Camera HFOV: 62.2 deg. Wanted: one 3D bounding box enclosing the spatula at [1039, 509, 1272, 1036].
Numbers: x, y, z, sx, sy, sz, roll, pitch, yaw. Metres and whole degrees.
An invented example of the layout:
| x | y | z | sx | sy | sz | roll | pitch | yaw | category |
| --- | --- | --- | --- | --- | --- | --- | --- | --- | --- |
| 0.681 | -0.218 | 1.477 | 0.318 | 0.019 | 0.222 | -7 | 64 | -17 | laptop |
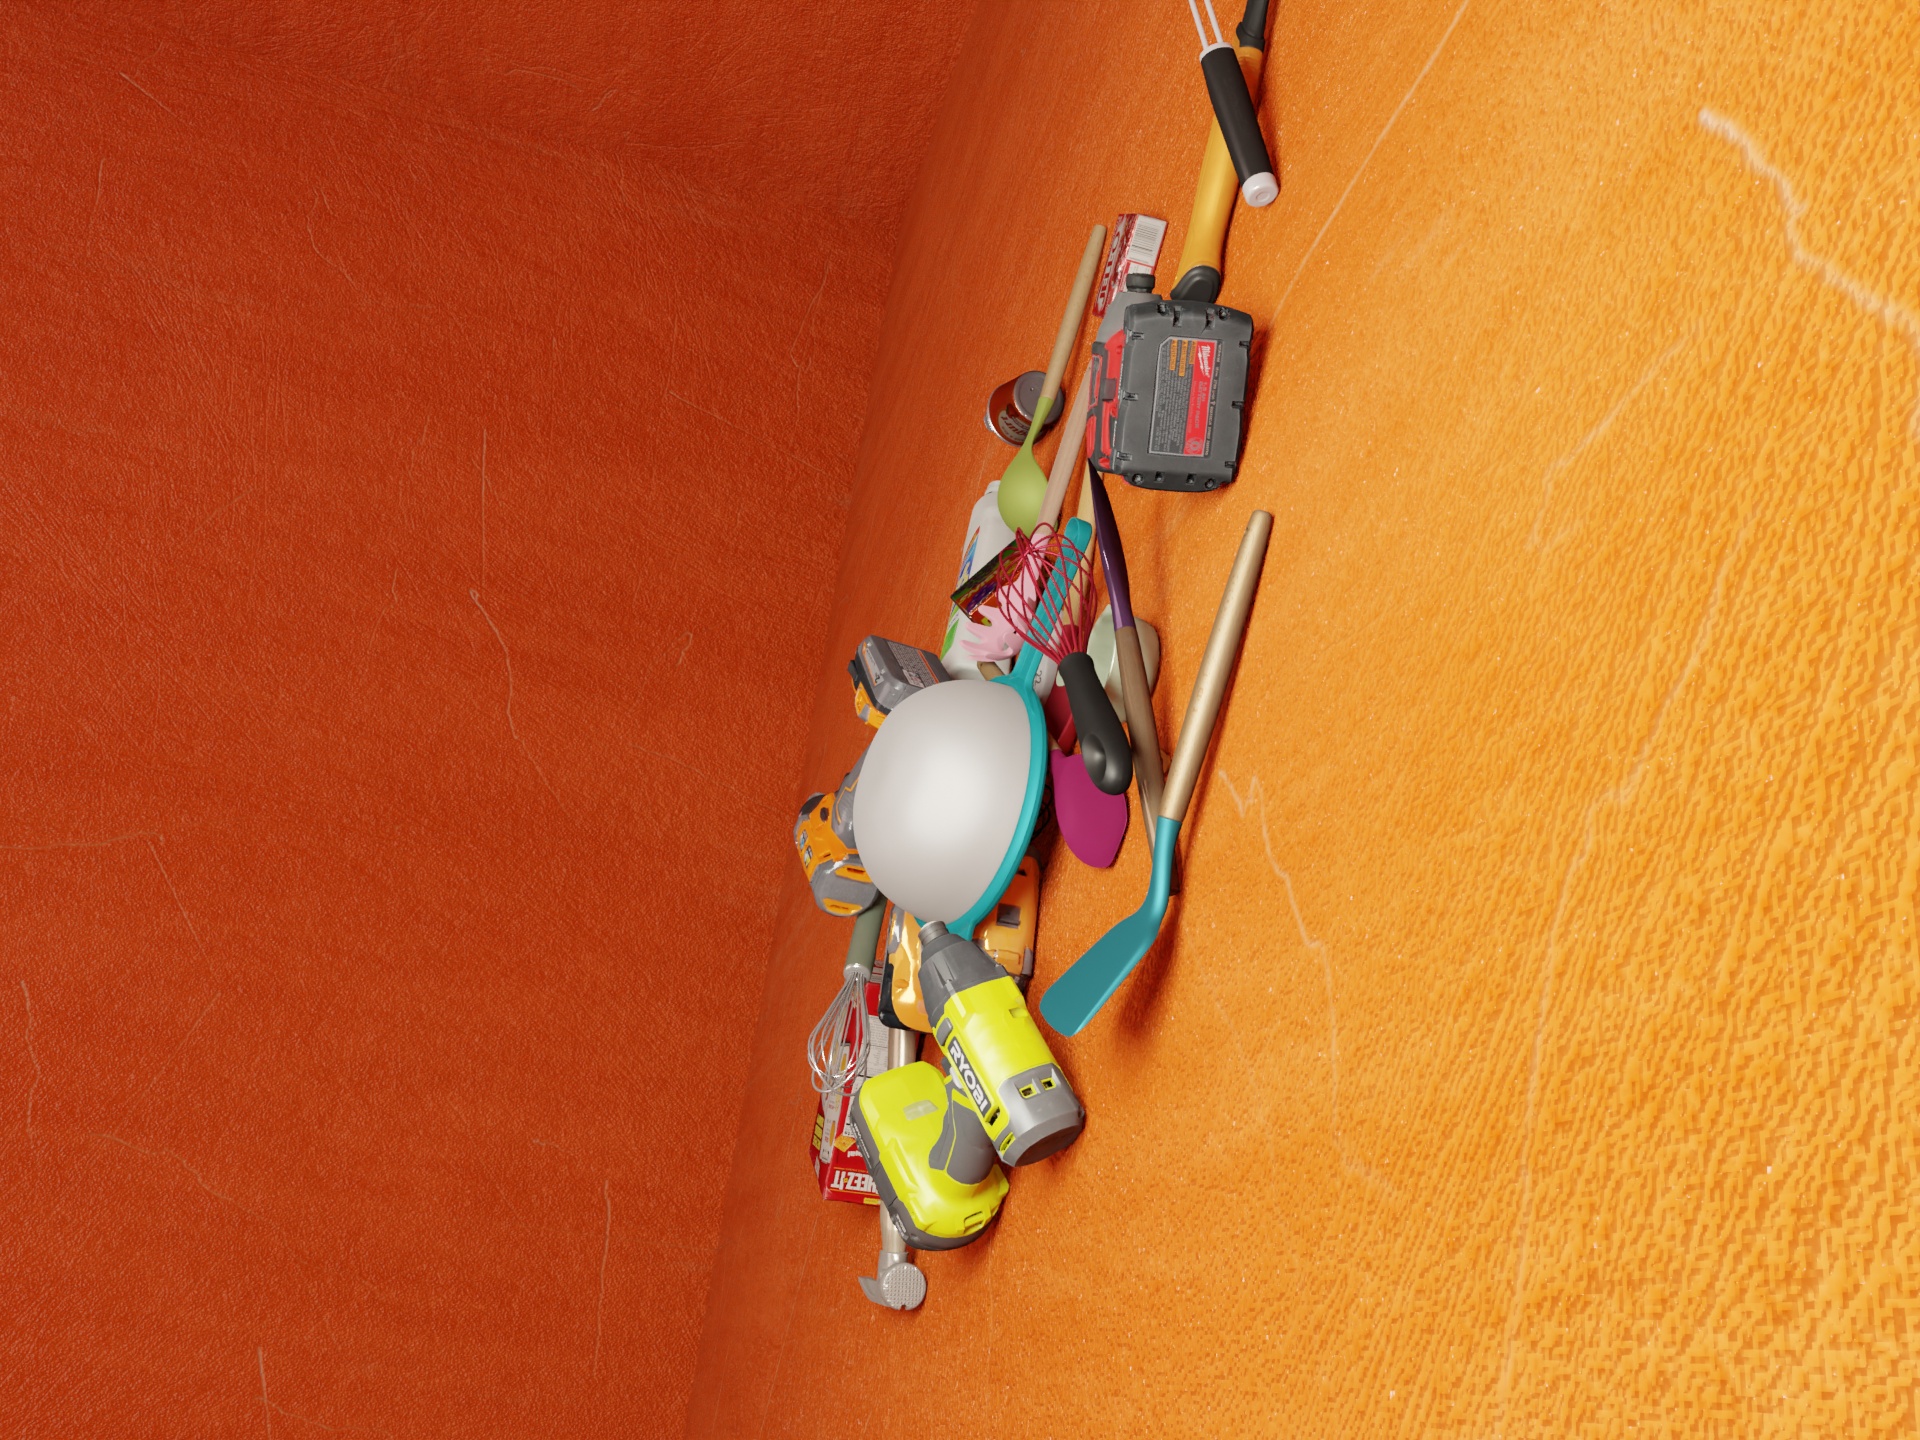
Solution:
| x | y | z | sx | sy | sz | roll | pitch | yaw | category |
| --- | --- | --- | --- | --- | --- | --- | --- | --- | --- |
| 0.118 | 0.029 | 0.911 | 0.082 | 0.044 | 0.317 | -165 | 92 | -80 | spatula |

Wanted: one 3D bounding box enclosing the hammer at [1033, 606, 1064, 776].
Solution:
| x | y | z | sx | sy | sz | roll | pitch | yaw | category |
| --- | --- | --- | --- | --- | --- | --- | --- | --- | --- |
| -0.026 | 0.044 | 1.446 | 0.405 | 0.035 | 0.144 | -37 | 41 | 50 | hammer |

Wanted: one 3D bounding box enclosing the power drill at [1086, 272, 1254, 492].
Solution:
| x | y | z | sx | sy | sz | roll | pitch | yaw | category |
| --- | --- | --- | --- | --- | --- | --- | --- | --- | --- |
| 0.130 | -0.230 | 1.073 | 0.220 | 0.078 | 0.143 | -106 | 20 | -75 | power drill |

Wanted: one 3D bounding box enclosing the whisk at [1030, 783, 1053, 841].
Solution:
| x | y | z | sx | sy | sz | roll | pitch | yaw | category |
| --- | --- | --- | --- | --- | --- | --- | --- | --- | --- |
| 0.031 | 0.106 | 1.328 | 0.238 | 0.055 | 0.055 | 112 | 166 | -60 | whisk |

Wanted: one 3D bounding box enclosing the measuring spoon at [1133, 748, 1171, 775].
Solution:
| x | y | z | sx | sy | sz | roll | pitch | yaw | category |
| --- | --- | --- | --- | --- | --- | --- | --- | --- | --- |
| 0.119 | 0.027 | 1.050 | 0.117 | 0.011 | 0.021 | -176 | 93 | -76 | measuring spoon |

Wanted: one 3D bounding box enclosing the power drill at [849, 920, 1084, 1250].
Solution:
| x | y | z | sx | sy | sz | roll | pitch | yaw | category |
| --- | --- | --- | --- | --- | --- | --- | --- | --- | --- |
| -0.004 | 0.257 | 1.106 | 0.171 | 0.080 | 0.223 | 59 | 146 | 29 | power drill |

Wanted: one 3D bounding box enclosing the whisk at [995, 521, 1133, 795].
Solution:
| x | y | z | sx | sy | sz | roll | pitch | yaw | category |
| --- | --- | --- | --- | --- | --- | --- | --- | --- | --- |
| 0.072 | -0.045 | 1.046 | 0.296 | 0.073 | 0.073 | -104 | 28 | -54 | whisk |

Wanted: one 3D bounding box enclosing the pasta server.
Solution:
| x | y | z | sx | sy | sz | roll | pitch | yaw | category |
| --- | --- | --- | --- | --- | --- | --- | --- | --- | --- |
| 0.071 | -0.182 | 1.350 | 0.060 | 0.040 | 0.316 | -7 | 58 | 46 | pasta server |

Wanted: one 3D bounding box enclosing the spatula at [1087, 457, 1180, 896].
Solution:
| x | y | z | sx | sy | sz | roll | pitch | yaw | category |
| --- | --- | --- | --- | --- | --- | --- | --- | --- | --- |
| 0.109 | -0.034 | 1.011 | 0.059 | 0.018 | 0.316 | 50 | -151 | -54 | spatula |

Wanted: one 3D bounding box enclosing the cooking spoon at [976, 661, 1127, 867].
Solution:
| x | y | z | sx | sy | sz | roll | pitch | yaw | category |
| --- | --- | --- | --- | --- | --- | --- | --- | --- | --- |
| 0.063 | 0.017 | 1.193 | 0.319 | 0.017 | 0.068 | -124 | 49 | -60 | cooking spoon |

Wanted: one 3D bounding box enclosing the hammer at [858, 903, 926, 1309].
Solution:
| x | y | z | sx | sy | sz | roll | pitch | yaw | category |
| --- | --- | --- | --- | --- | --- | --- | --- | --- | --- |
| -0.055 | 0.307 | 1.429 | 0.146 | 0.038 | 0.411 | 129 | 144 | -70 | hammer |

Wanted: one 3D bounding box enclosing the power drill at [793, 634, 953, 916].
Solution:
| x | y | z | sx | sy | sz | roll | pitch | yaw | category |
| --- | --- | --- | --- | --- | --- | --- | --- | --- | --- |
| -0.087 | 0.043 | 1.437 | 0.226 | 0.084 | 0.164 | -66 | 24 | 19 | power drill |

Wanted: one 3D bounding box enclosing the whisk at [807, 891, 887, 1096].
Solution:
| x | y | z | sx | sy | sz | roll | pitch | yaw | category |
| --- | --- | --- | --- | --- | --- | --- | --- | --- | --- |
| -0.089 | 0.225 | 1.367 | 0.058 | 0.059 | 0.247 | -38 | 23 | 28 | whisk |

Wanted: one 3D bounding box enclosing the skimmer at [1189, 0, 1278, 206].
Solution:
| x | y | z | sx | sy | sz | roll | pitch | yaw | category |
| --- | --- | --- | --- | --- | --- | --- | --- | --- | --- |
| 0.152 | -0.514 | 1.071 | 0.090 | 0.127 | 0.364 | 42 | -147 | -64 | skimmer |

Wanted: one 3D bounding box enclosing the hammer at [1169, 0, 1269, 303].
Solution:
| x | y | z | sx | sy | sz | roll | pitch | yaw | category |
| --- | --- | --- | --- | --- | --- | --- | --- | --- | --- |
| 0.197 | -0.458 | 1.128 | 0.127 | 0.034 | 0.337 | -164 | 87 | -79 | hammer |

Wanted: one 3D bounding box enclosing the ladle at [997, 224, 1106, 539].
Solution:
| x | y | z | sx | sy | sz | roll | pitch | yaw | category |
| --- | --- | --- | --- | --- | --- | --- | --- | --- | --- |
| 0.100 | -0.319 | 1.488 | 0.078 | 0.062 | 0.320 | 138 | 150 | -75 | ladle |

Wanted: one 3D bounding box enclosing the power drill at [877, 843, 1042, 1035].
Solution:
| x | y | z | sx | sy | sz | roll | pitch | yaw | category |
| --- | --- | --- | --- | --- | --- | --- | --- | --- | --- |
| -0.001 | 0.206 | 1.285 | 0.226 | 0.084 | 0.185 | 137 | 142 | -64 | power drill |

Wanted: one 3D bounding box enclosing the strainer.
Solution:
| x | y | z | sx | sy | sz | roll | pitch | yaw | category |
| --- | --- | --- | --- | --- | --- | --- | --- | --- | --- |
| -0.002 | -0.004 | 1.203 | 0.340 | 0.095 | 0.211 | -68 | 23 | 11 | strainer |

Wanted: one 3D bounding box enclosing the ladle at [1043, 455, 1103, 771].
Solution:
| x | y | z | sx | sy | sz | roll | pitch | yaw | category |
| --- | --- | --- | --- | --- | --- | --- | --- | --- | --- |
| 0.091 | -0.098 | 1.284 | 0.069 | 0.031 | 0.316 | -29 | 46 | 58 | ladle |

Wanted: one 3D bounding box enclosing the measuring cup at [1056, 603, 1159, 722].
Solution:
| x | y | z | sx | sy | sz | roll | pitch | yaw | category |
| --- | --- | --- | --- | --- | --- | --- | --- | --- | --- |
| 0.102 | -0.034 | 1.130 | 0.167 | 0.038 | 0.083 | 169 | 113 | -81 | measuring cup |
